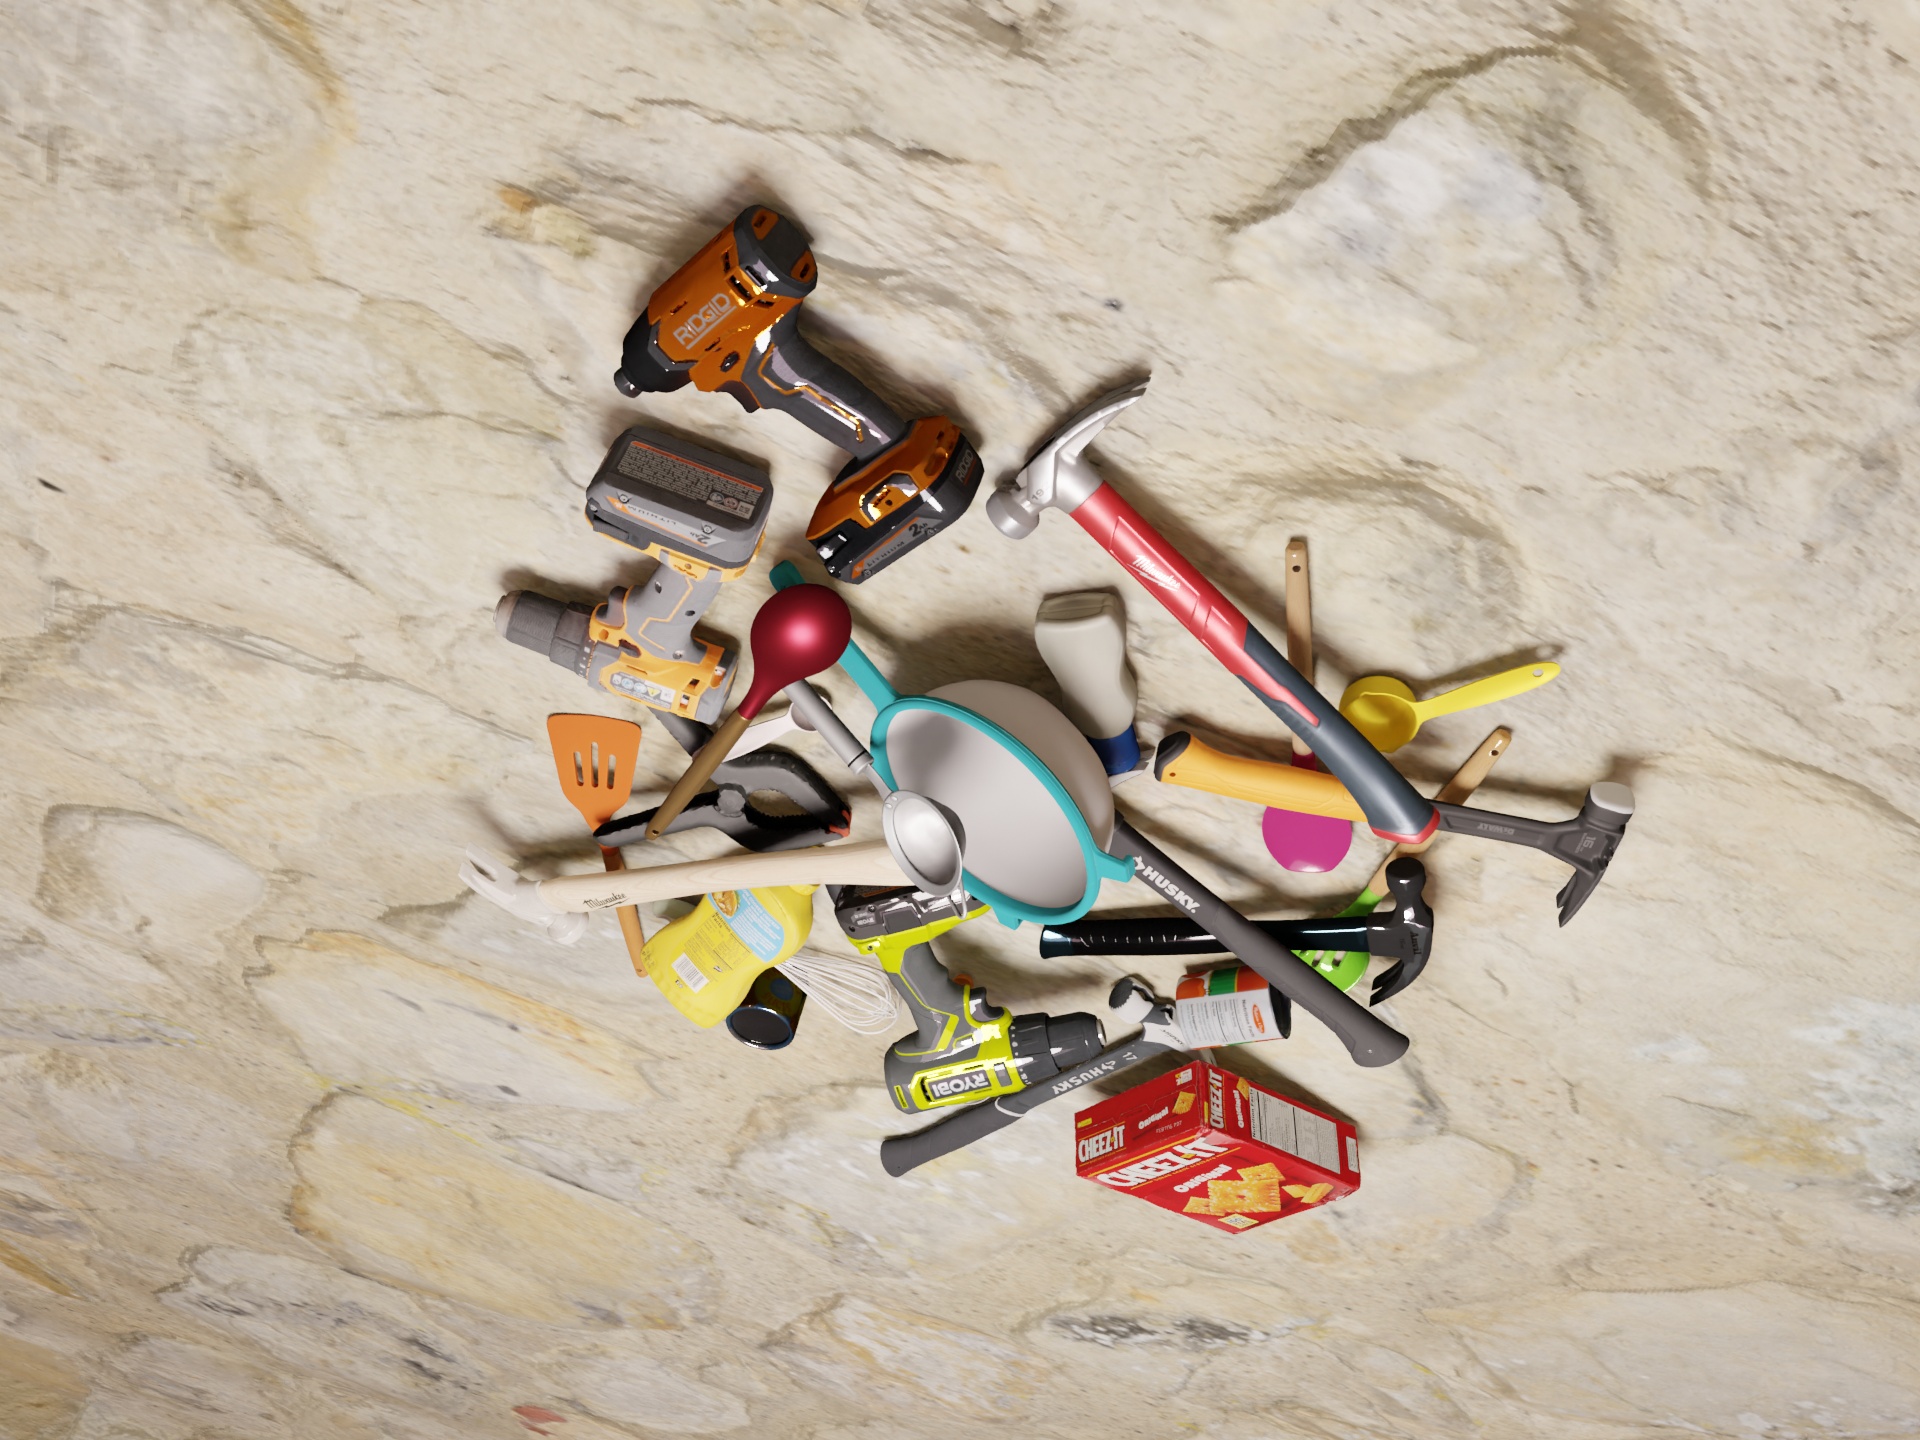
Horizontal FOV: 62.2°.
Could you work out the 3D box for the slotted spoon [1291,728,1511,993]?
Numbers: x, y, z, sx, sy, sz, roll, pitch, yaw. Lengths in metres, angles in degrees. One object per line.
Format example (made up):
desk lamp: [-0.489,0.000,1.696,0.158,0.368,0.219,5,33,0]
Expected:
slotted spoon: [0.343,0.117,1.251,0.070,0.031,0.313,22,130,-5]

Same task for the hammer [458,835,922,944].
hammer: [-0.215,0.124,1.296,0.411,0.038,0.146,-9,146,26]

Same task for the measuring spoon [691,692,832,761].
measuring spoon: [-0.157,0.007,1.255,0.124,0.018,0.034,-22,116,13]

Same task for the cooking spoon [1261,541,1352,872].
cooking spoon: [0.252,0.002,1.172,0.069,0.017,0.318,1,132,15]

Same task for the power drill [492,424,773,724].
power drill: [-0.239,-0.103,1.152,0.185,0.084,0.226,20,137,-5]

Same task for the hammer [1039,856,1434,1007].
hammer: [0.218,0.175,1.303,0.331,0.033,0.128,-4,120,24]

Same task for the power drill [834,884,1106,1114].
power drill: [0.006,0.219,1.341,0.190,0.080,0.228,-16,112,11]

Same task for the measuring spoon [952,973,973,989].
measuring spoon: [-0.008,0.268,1.478,0.021,0.011,0.116,22,136,3]

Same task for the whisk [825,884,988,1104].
whisk: [-0.042,0.237,1.418,0.070,0.070,0.284,-21,116,28]

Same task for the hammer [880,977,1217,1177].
hammer: [0.067,0.367,1.532,0.149,0.036,0.409,39,128,-23]

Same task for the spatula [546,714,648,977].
spatula: [-0.302,0.122,1.405,0.081,0.041,0.322,5,136,6]

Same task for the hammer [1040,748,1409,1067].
hammer: [0.214,0.159,1.252,0.335,0.035,0.146,38,126,0]

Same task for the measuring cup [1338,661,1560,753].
measuring cup: [0.344,-0.021,1.128,0.156,0.029,0.062,-18,125,23]

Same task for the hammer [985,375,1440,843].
hammer: [0.201,-0.058,1.080,0.386,0.038,0.143,42,126,-12]

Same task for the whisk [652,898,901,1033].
whisk: [-0.166,0.217,1.443,0.246,0.059,0.057,25,159,-5]

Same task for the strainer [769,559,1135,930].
strainer: [-0.002,-0.004,1.185,0.340,0.095,0.211,49,149,-3]

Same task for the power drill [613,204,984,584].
power drill: [-0.111,-0.200,1.035,0.164,0.084,0.226,-29,116,33]

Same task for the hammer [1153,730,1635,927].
hammer: [0.309,0.068,1.180,0.337,0.034,0.127,12,132,6]

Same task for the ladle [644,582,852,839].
ladle: [-0.173,0.006,1.194,0.069,0.031,0.315,25,134,-20]

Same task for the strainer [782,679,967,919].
strainer: [-0.066,0.036,1.178,0.258,0.050,0.086,49,142,7]
